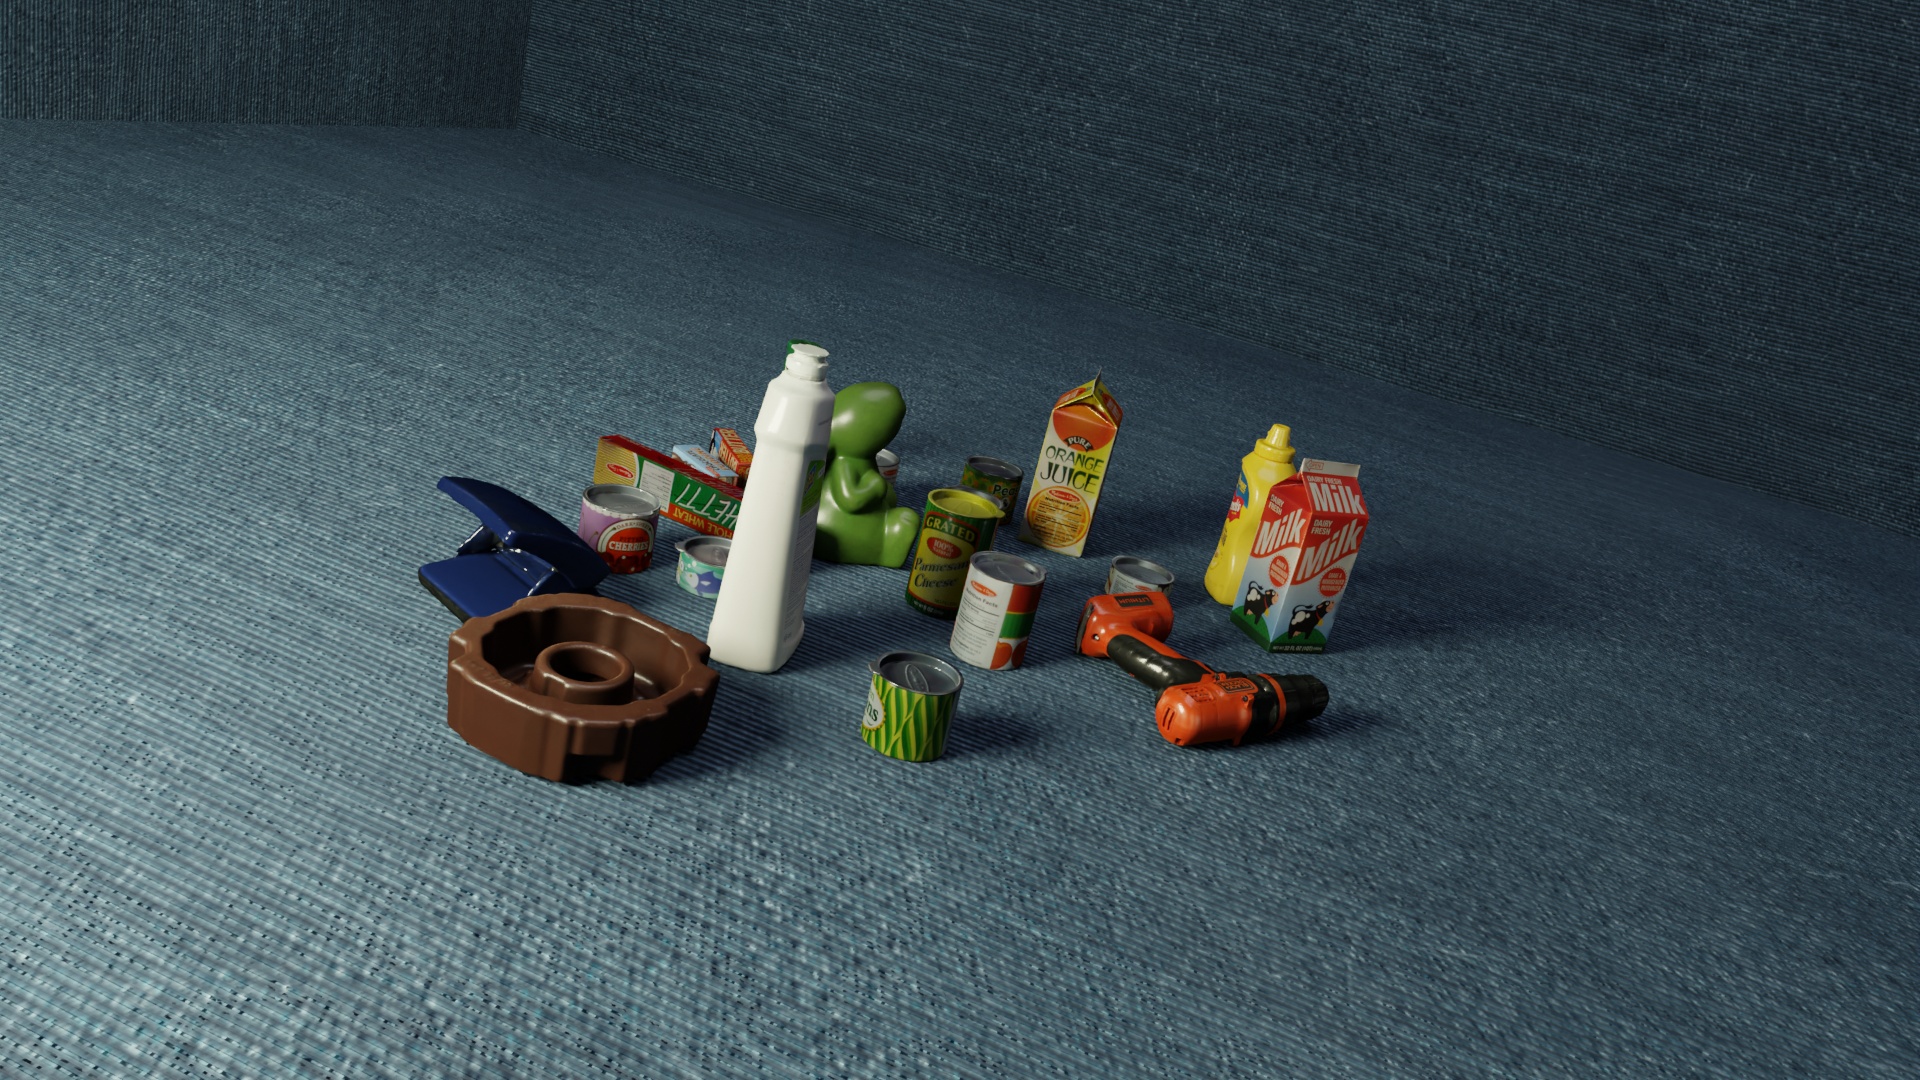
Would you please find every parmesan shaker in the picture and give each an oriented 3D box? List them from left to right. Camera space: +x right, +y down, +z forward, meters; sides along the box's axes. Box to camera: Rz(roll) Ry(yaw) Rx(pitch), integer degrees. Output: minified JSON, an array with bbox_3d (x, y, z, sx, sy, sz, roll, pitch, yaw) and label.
[{"bbox_3d":[-0.006,0.014,1.259,0.071,0.102,0.071,12,20,-4],"label":"parmesan shaker"}]

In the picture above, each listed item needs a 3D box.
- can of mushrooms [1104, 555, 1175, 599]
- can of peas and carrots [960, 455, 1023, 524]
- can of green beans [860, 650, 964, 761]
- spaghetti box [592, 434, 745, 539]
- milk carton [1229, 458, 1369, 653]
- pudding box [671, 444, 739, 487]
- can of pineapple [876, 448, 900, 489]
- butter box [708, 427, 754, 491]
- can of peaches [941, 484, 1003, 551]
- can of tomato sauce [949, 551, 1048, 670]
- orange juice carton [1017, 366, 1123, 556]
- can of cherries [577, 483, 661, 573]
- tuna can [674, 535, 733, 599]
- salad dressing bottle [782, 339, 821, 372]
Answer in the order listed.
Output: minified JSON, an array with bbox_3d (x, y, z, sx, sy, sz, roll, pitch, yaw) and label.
[{"bbox_3d":[0.182,0.043,1.407,0.071,0.033,0.071,12,20,-4],"label":"can of mushrooms"},{"bbox_3d":[0.033,-0.055,1.534,0.071,0.058,0.071,12,20,-4],"label":"can of peas and carrots"},{"bbox_3d":[-0.036,0.121,1.017,0.071,0.057,0.071,12,20,-4],"label":"can of green beans"},{"bbox_3d":[-0.244,-0.036,1.311,0.250,0.050,0.029,23,21,24],"label":"spaghetti box"},{"bbox_3d":[0.337,0.011,1.367,0.072,0.189,0.073,4,22,-26],"label":"milk carton"},{"bbox_3d":[-0.254,-0.057,1.363,0.030,0.049,0.084,-4,26,-41],"label":"pudding box"},{"bbox_3d":[-0.103,-0.066,1.475,0.071,0.057,0.071,12,20,-4],"label":"can of pineapple"},{"bbox_3d":[-0.233,-0.073,1.414,0.024,0.053,0.104,4,22,-27],"label":"butter box"},{"bbox_3d":[0.005,-0.018,1.417,0.071,0.057,0.071,12,20,-4],"label":"can of peaches"},{"bbox_3d":[0.033,0.060,1.190,0.071,0.082,0.071,12,20,-4],"label":"can of tomato sauce"},{"bbox_3d":[0.123,-0.088,1.486,0.073,0.192,0.072,16,20,7],"label":"orange juice carton"},{"bbox_3d":[-0.294,-0.009,1.194,0.071,0.058,0.072,12,20,-4],"label":"can of cherries"},{"bbox_3d":[-0.213,0.023,1.199,0.071,0.032,0.071,12,20,-4],"label":"tuna can"},{"bbox_3d":[-0.180,-0.141,1.494,0.044,0.147,0.064,13,19,-4],"label":"salad dressing bottle"}]
